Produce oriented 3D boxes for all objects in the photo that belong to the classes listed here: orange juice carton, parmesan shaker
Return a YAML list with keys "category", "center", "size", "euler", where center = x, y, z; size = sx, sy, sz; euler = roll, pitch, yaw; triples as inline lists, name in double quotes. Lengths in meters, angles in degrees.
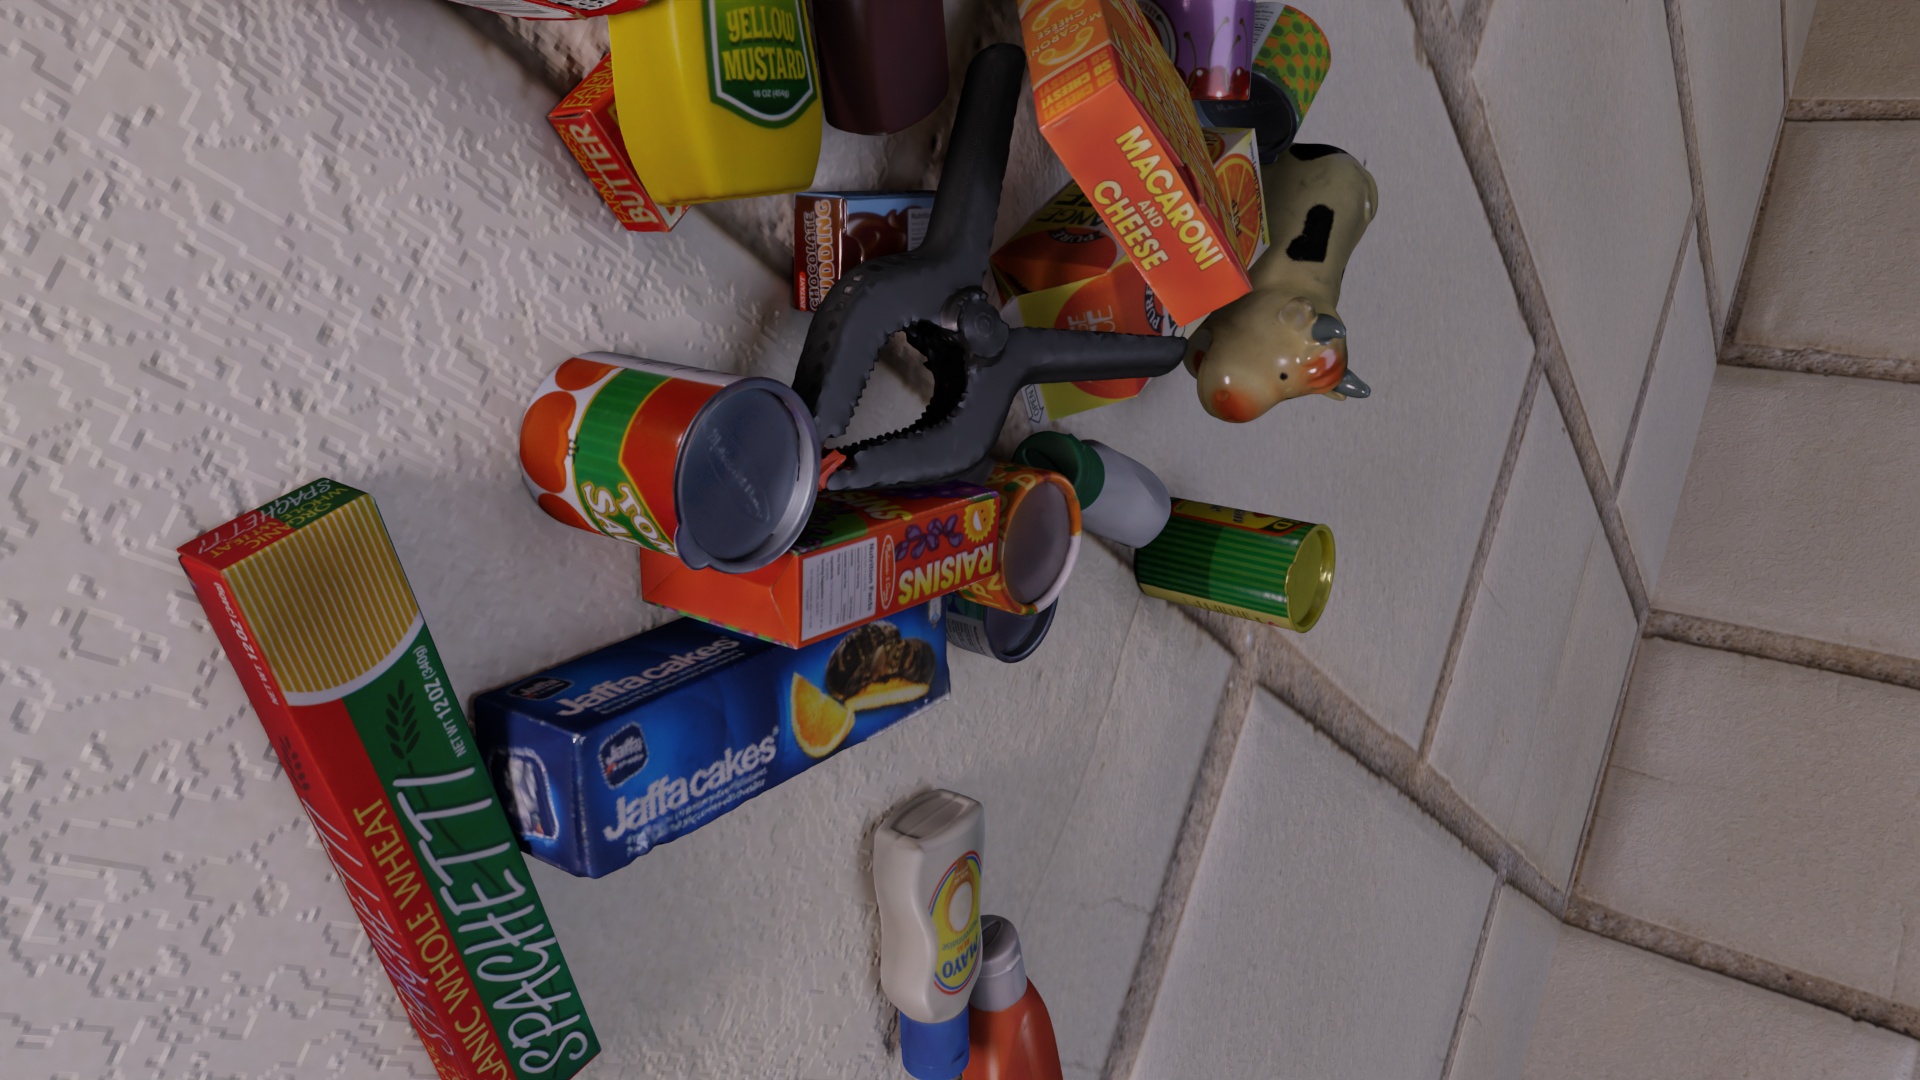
- category: "orange juice carton"
  center: [0.080, -0.137, 0.707]
  size: [0.194, 0.073, 0.071]
  euler: [-48, 136, -34]
- category: "parmesan shaker"
  center: [0.166, 0.013, 0.845]
  size: [0.071, 0.103, 0.071]
  euler: [-22, 119, -49]

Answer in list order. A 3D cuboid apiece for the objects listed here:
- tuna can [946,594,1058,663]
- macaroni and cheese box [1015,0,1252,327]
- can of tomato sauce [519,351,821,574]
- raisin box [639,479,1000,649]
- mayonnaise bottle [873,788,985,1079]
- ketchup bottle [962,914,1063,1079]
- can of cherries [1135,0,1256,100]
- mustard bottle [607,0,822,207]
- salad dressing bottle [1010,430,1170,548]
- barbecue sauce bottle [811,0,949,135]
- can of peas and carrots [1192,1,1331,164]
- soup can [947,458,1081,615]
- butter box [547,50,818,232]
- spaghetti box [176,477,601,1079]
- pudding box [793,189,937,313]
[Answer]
- category: "tuna can"
  center: [0.021, 0.025, 0.711]
  size: [0.071, 0.033, 0.070]
  euler: [-22, 118, -49]
- category: "macaroni and cheese box"
  center: [0.073, -0.193, 0.615]
  size: [0.123, 0.040, 0.167]
  euler: [45, 28, -40]
- category: "can of tomato sauce"
  center: [-0.102, -0.027, 0.482]
  size: [0.071, 0.083, 0.071]
  euler: [-22, 118, -49]
- category: "raisin box"
  center: [-0.053, 0.001, 0.555]
  size: [0.124, 0.086, 0.040]
  euler: [-18, 114, -51]
- category: "mayonnaise bottle"
  center: [-0.014, 0.206, 0.713]
  size: [0.065, 0.041, 0.147]
  euler: [-25, 119, -50]
- category: "ketchup bottle"
  center: [0.025, 0.279, 0.789]
  size: [0.065, 0.043, 0.148]
  euler: [-39, 130, -42]
- category: "can of cherries"
  center: [0.118, -0.261, 0.729]
  size: [0.072, 0.071, 0.058]
  euler: [-21, 118, -49]
- category: "mustard bottle"
  center: [-0.084, -0.190, 0.446]
  size: [0.065, 0.049, 0.159]
  euler: [-25, 115, -48]
- category: "salad dressing bottle"
  center: [0.068, -0.028, 0.717]
  size: [0.044, 0.064, 0.147]
  euler: [-49, 159, 11]
- category: "barbecue sauce bottle"
  center: [-0.034, -0.233, 0.522]
  size: [0.065, 0.044, 0.147]
  euler: [-55, 151, -42]
- category: "can of peas and carrots"
  center: [0.174, -0.263, 0.800]
  size: [0.059, 0.071, 0.070]
  euler: [-61, 142, -22]
- category: "soup can"
  center: [0.002, -0.008, 0.631]
  size: [0.071, 0.084, 0.071]
  euler: [-21, 117, -49]
- category: "butter box"
  center: [-0.096, -0.163, 0.498]
  size: [0.104, 0.024, 0.053]
  euler: [-57, 139, -26]
- category: "spaghetti box"
  center: [-0.180, 0.100, 0.463]
  size: [0.050, 0.029, 0.248]
  euler: [-38, 129, -40]
- category: "pudding box"
  center: [-0.033, -0.124, 0.593]
  size: [0.084, 0.030, 0.049]
  euler: [-19, 117, -50]
